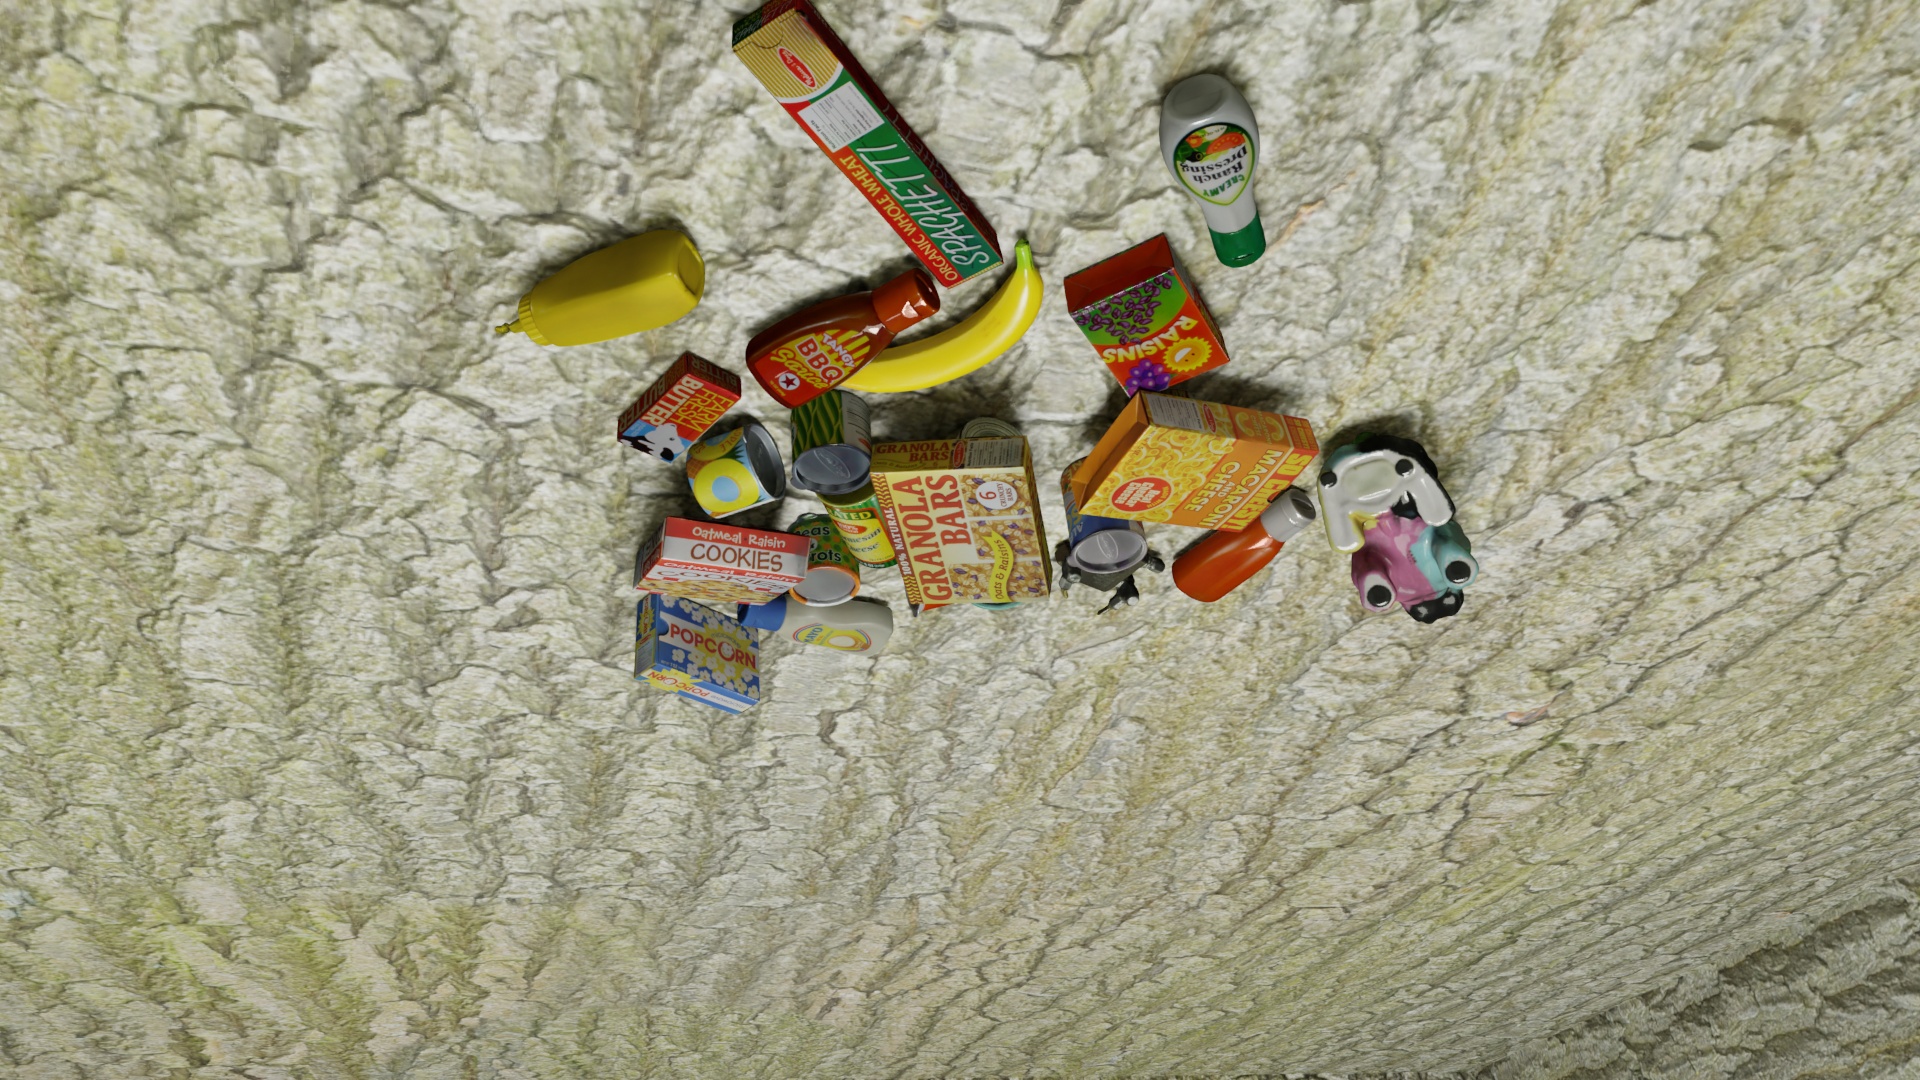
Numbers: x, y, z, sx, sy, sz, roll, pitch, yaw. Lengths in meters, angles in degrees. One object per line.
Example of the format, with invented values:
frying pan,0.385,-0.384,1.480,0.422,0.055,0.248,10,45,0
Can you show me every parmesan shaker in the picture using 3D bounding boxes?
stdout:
parmesan shaker,-0.077,-0.028,1.194,0.071,0.071,0.102,-13,145,8

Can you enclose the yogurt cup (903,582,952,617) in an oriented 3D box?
yogurt cup,-0.020,0.031,1.296,0.054,0.073,0.072,-5,146,-16

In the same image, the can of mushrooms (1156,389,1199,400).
can of mushrooms,0.174,-0.096,1.171,0.071,0.033,0.070,-4,146,-3

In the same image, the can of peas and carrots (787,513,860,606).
can of peas and carrots,-0.125,0.018,1.260,0.071,0.059,0.070,-5,145,-3

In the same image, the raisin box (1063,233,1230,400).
raisin box,0.144,-0.167,1.060,0.086,0.040,0.123,-22,143,19

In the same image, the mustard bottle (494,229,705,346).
mustard bottle,-0.257,-0.168,0.972,0.160,0.065,0.048,-13,140,19

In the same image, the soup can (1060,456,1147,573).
soup can,0.122,-0.023,1.223,0.071,0.084,0.071,-4,145,-3

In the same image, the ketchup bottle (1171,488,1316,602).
ketchup bottle,0.272,0.005,1.324,0.065,0.044,0.148,18,138,-33

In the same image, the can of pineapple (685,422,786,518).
can of pineapple,-0.184,-0.058,1.137,0.058,0.071,0.070,-17,144,15

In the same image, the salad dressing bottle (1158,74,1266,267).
salad dressing bottle,0.177,-0.247,0.947,0.064,0.044,0.147,-16,144,15

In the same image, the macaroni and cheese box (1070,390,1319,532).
macaroni and cheese box,0.194,-0.061,1.157,0.167,0.040,0.123,7,144,-24

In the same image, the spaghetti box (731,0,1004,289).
spaghetti box,-0.054,-0.254,0.911,0.050,0.029,0.249,-23,142,22

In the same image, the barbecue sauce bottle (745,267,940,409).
barbecue sauce bottle,-0.085,-0.154,1.034,0.148,0.044,0.064,-25,130,23

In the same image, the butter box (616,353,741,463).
butter box,-0.223,-0.104,1.100,0.053,0.024,0.103,23,136,-37

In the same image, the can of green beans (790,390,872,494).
can of green beans,-0.104,-0.079,1.126,0.071,0.058,0.071,-5,145,-3

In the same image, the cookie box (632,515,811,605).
cookie box,-0.212,0.020,1.214,0.123,0.040,0.167,8,166,-20

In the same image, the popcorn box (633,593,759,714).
popcorn box,-0.253,0.109,1.346,0.038,0.085,0.126,-31,139,32

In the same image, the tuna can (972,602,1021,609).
tuna can,0.038,0.037,1.339,0.071,0.033,0.070,-4,145,-3

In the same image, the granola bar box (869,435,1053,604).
granola bar box,0.004,-0.014,1.138,0.124,0.039,0.164,-2,138,11

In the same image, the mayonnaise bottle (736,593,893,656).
mayonnaise bottle,-0.143,0.078,1.359,0.148,0.041,0.064,12,142,-26
